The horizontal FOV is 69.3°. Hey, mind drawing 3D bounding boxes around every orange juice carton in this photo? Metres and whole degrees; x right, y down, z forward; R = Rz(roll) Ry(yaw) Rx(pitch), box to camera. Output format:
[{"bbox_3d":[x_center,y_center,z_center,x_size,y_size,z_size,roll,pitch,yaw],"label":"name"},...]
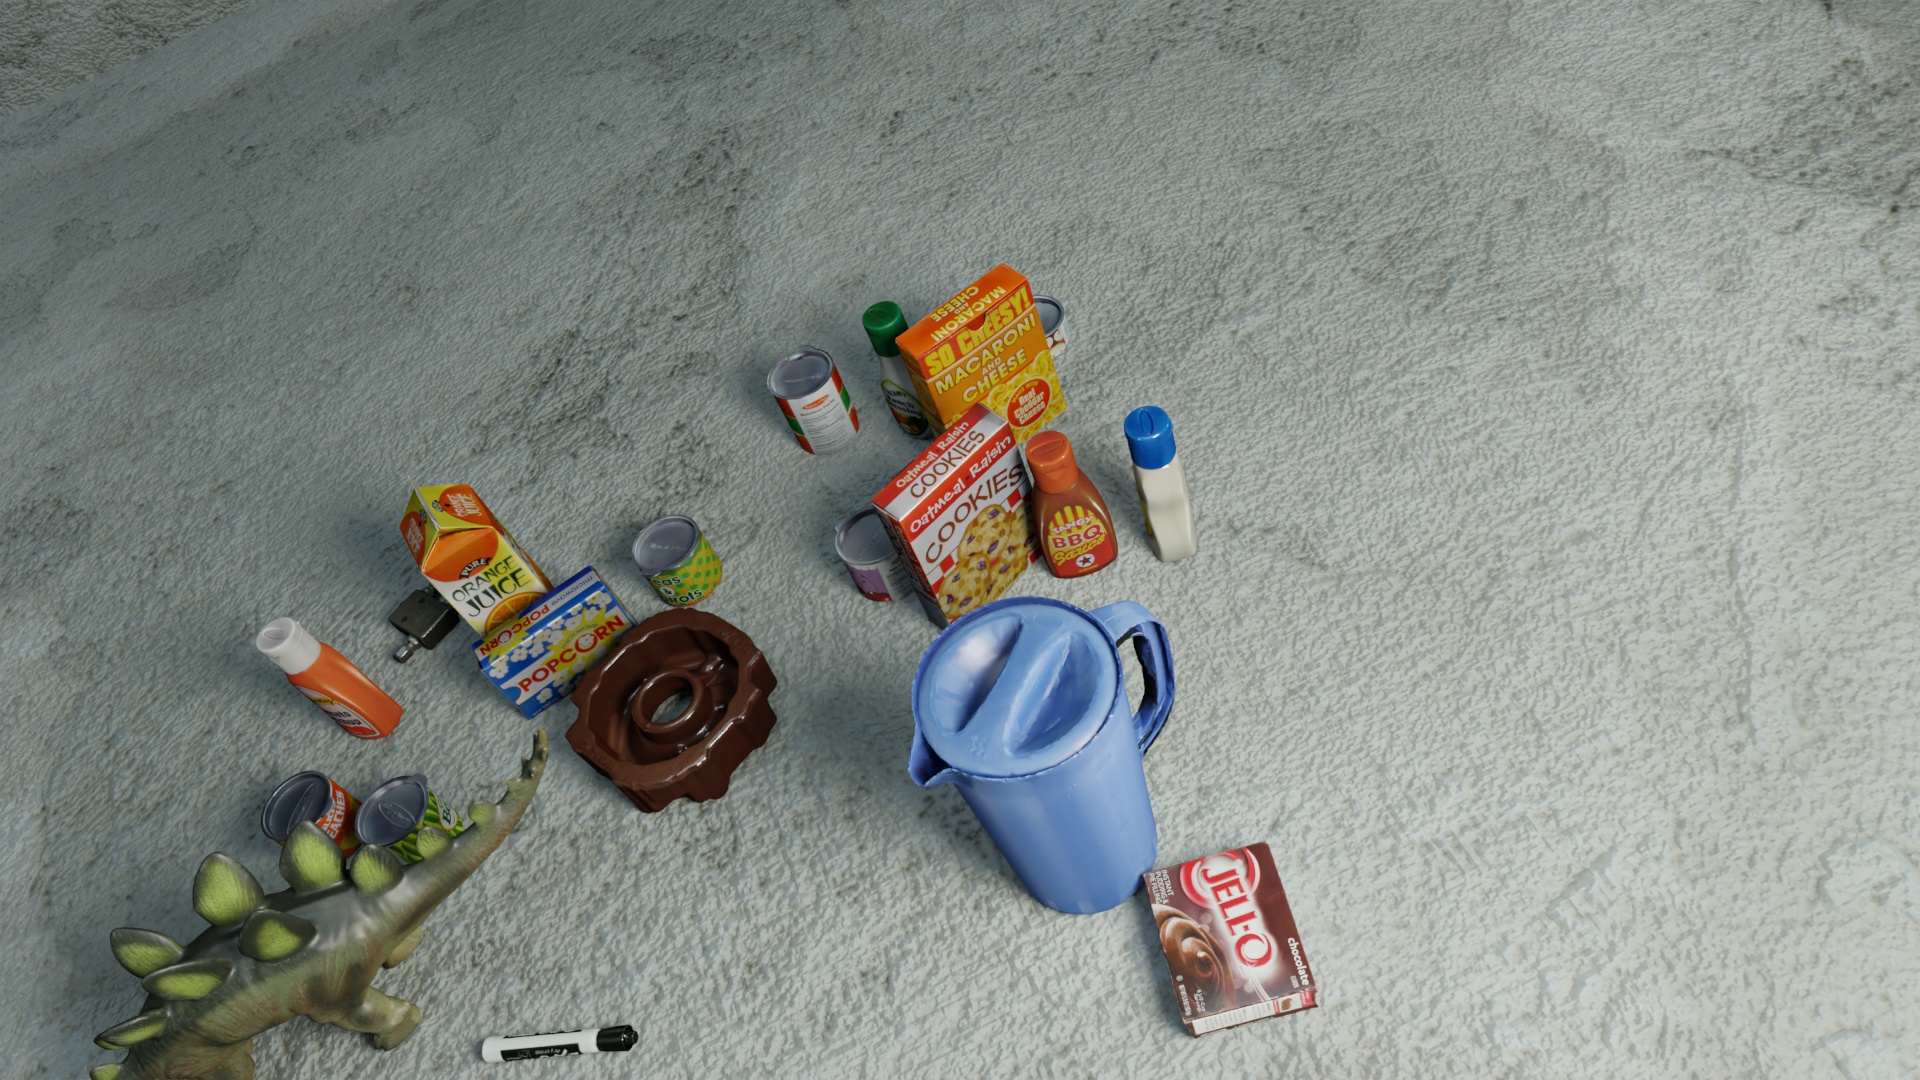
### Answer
[{"bbox_3d":[-0.433,0.020,1.247,0.073,0.191,0.072,-35,50,-10],"label":"orange juice carton"}]

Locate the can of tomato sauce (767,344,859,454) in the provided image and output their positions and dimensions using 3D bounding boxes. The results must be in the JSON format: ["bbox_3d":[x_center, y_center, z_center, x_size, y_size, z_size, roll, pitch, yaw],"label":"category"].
[{"bbox_3d":[-0.141,-0.135,1.345,0.071,0.082,0.071,-9,50,12],"label":"can of tomato sauce"}]

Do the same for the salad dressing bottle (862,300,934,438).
[{"bbox_3d":[-0.052,-0.158,1.290,0.064,0.147,0.044,24,64,33],"label":"salad dressing bottle"}]

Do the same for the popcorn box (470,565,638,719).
[{"bbox_3d":[-0.356,0.091,1.235,0.127,0.085,0.038,-36,50,-11],"label":"popcorn box"}]

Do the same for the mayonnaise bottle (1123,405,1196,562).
[{"bbox_3d":[0.162,-0.048,1.129,0.041,0.147,0.065,-15,50,7],"label":"mayonnaise bottle"}]

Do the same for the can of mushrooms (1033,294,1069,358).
[{"bbox_3d":[0.070,-0.206,1.363,0.071,0.033,0.071,-9,50,12],"label":"can of mushrooms"}]

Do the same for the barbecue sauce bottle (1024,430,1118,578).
[{"bbox_3d":[0.086,-0.029,1.140,0.065,0.148,0.044,-19,49,4],"label":"barbecue sauce bottle"}]

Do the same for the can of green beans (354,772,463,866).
[{"bbox_3d":[-0.463,0.241,1.169,0.071,0.057,0.071,-9,50,12],"label":"can of green beans"}]

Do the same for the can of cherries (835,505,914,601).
[{"bbox_3d":[-0.071,0.010,1.220,0.071,0.058,0.072,-9,50,12],"label":"can of cherries"}]

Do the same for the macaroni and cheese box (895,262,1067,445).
[{"bbox_3d":[0.023,-0.147,1.244,0.124,0.165,0.040,-38,51,-12],"label":"macaroni and cheese box"}]

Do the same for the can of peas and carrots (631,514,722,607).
[{"bbox_3d":[-0.260,0.021,1.276,0.071,0.058,0.071,-9,50,12],"label":"can of peas and carrots"}]

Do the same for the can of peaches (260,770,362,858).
[{"bbox_3d":[-0.554,0.242,1.199,0.071,0.057,0.071,-9,50,12],"label":"can of peaches"}]

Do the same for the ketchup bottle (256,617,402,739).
[{"bbox_3d":[-0.564,0.123,1.238,0.065,0.148,0.044,6,55,23],"label":"ketchup bottle"}]

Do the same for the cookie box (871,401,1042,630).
[{"bbox_3d":[0.004,-0.014,1.143,0.123,0.166,0.040,-44,52,-17],"label":"cookie box"}]
